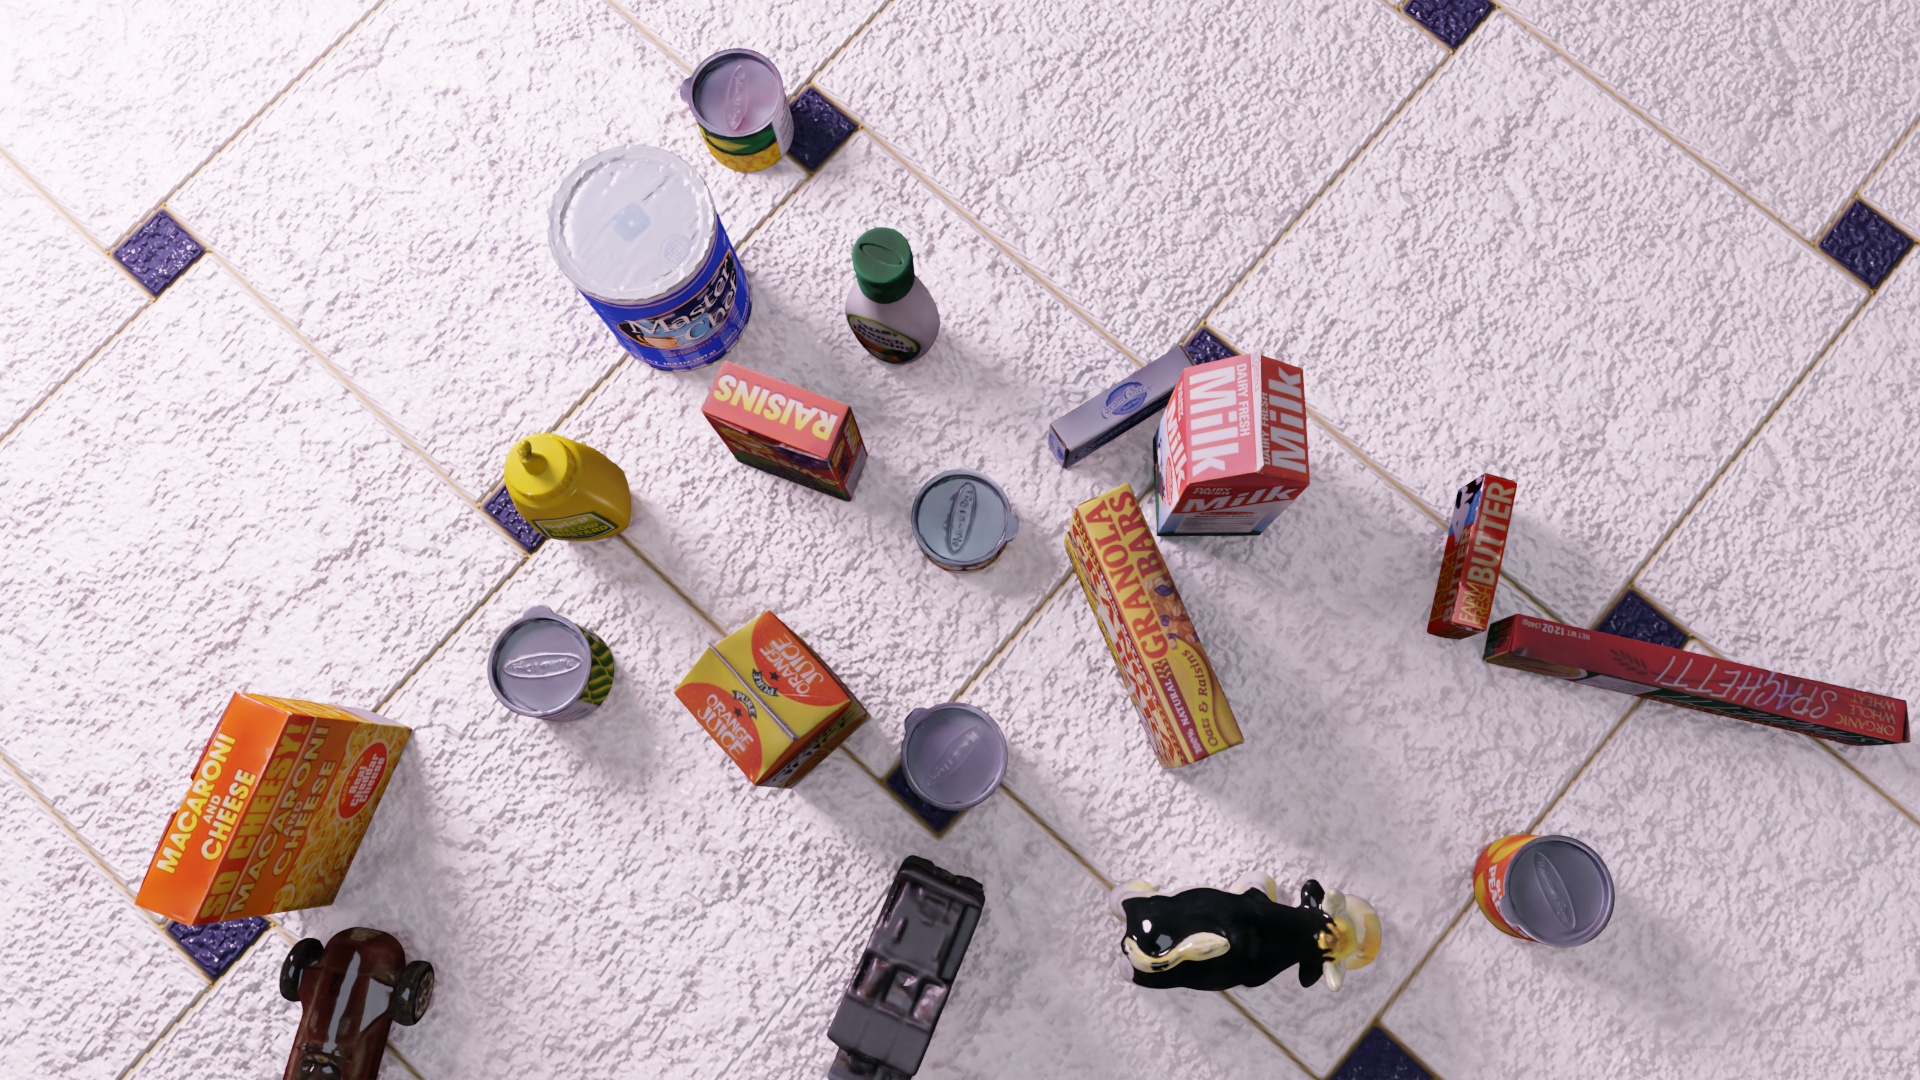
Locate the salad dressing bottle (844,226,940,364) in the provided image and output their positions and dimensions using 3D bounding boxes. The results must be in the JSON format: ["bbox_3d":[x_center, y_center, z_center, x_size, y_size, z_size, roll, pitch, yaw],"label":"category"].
[{"bbox_3d":[-0.046,-0.157,0.895,0.064,0.147,0.044,23,80,5],"label":"salad dressing bottle"}]

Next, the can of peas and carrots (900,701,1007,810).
[{"bbox_3d":[-0.005,0.136,0.881,0.071,0.058,0.071,0,79,1],"label":"can of peas and carrots"}]

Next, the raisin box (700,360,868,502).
[{"bbox_3d":[-0.110,-0.067,0.890,0.086,0.123,0.040,21,80,5],"label":"raisin box"}]

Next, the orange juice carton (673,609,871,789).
[{"bbox_3d":[-0.109,0.096,0.822,0.073,0.192,0.072,-42,81,-7],"label":"orange juice carton"}]

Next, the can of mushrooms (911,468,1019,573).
[{"bbox_3d":[0.003,-0.012,0.923,0.071,0.033,0.071,0,79,1],"label":"can of mushrooms"}]

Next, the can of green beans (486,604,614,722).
[{"bbox_3d":[-0.262,0.083,0.895,0.071,0.057,0.071,0,79,1],"label":"can of green beans"}]

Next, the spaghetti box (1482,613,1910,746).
[{"bbox_3d":[0.467,0.090,0.888,0.250,0.050,0.029,13,79,3],"label":"spaghetti box"}]

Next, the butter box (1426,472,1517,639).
[{"bbox_3d":[0.333,0.012,0.904,0.024,0.053,0.103,16,79,4],"label":"butter box"}]

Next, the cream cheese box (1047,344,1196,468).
[{"bbox_3d":[0.107,-0.088,0.927,0.104,0.053,0.024,-32,80,-5],"label":"cream cheese box"}]

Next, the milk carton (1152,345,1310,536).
[{"bbox_3d":[0.165,-0.055,0.850,0.073,0.190,0.072,0,79,1],"label":"milk carton"}]

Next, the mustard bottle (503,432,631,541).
[{"bbox_3d":[-0.251,-0.035,0.867,0.065,0.160,0.049,-9,79,-1],"label":"mustard bottle"}]

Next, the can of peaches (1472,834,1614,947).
[{"bbox_3d":[0.357,0.216,0.860,0.071,0.058,0.071,0,79,1],"label":"can of peaches"}]

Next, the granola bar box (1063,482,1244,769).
[{"bbox_3d":[0.115,0.058,0.861,0.039,0.124,0.166,-22,79,-3],"label":"granola bar box"}]

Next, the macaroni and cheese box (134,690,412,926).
[{"bbox_3d":[-0.402,0.158,0.827,0.040,0.166,0.124,20,80,5],"label":"macaroni and cheese box"}]

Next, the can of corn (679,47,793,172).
[{"bbox_3d":[-0.155,-0.300,0.972,0.071,0.058,0.071,0,79,1],"label":"can of corn"}]
